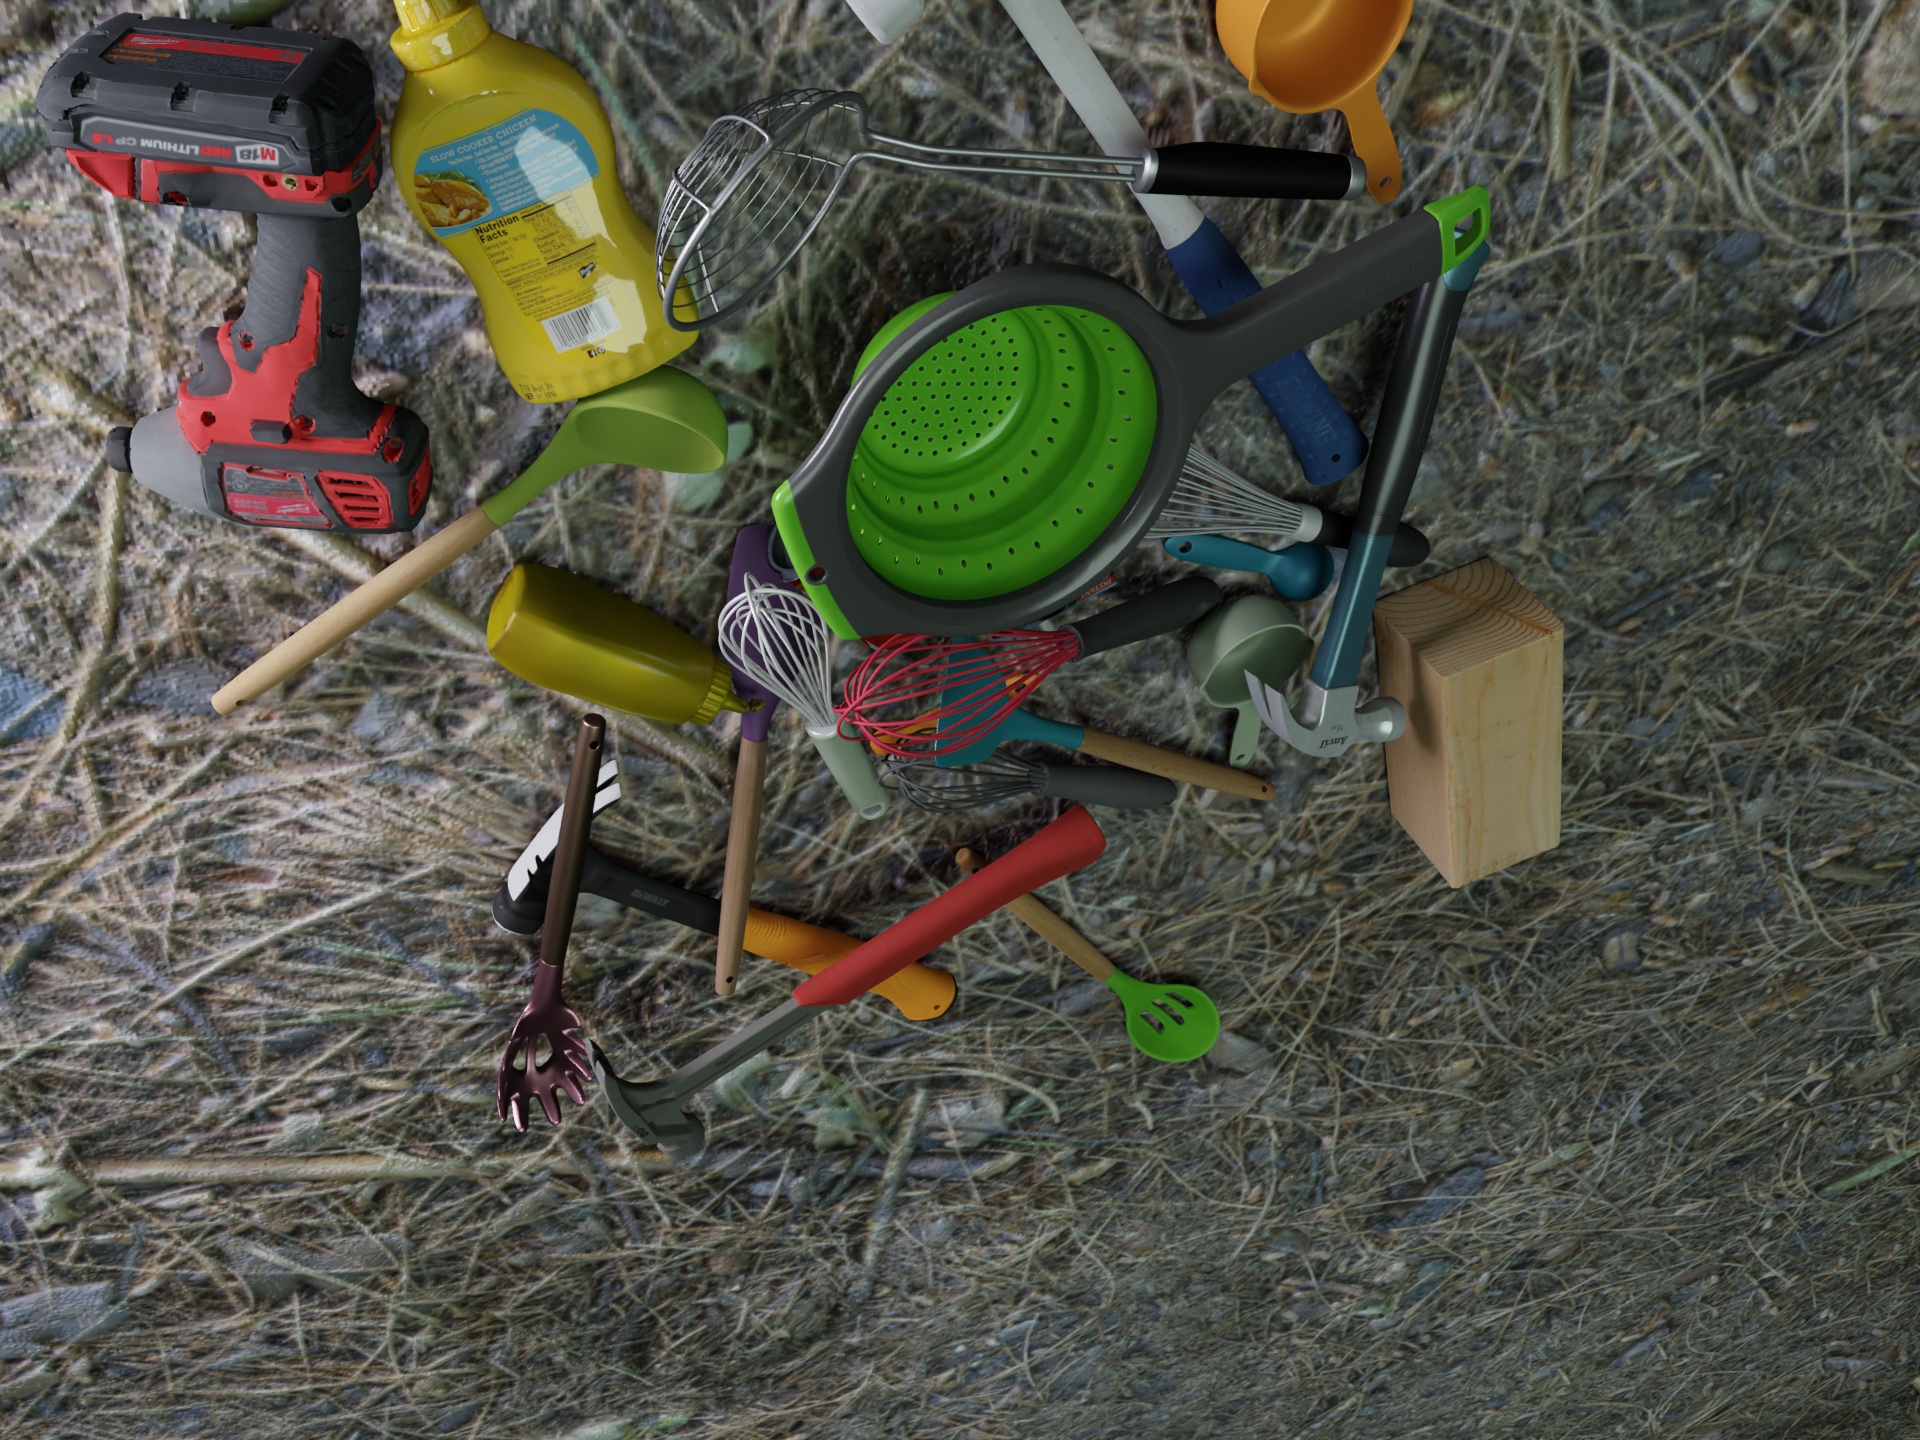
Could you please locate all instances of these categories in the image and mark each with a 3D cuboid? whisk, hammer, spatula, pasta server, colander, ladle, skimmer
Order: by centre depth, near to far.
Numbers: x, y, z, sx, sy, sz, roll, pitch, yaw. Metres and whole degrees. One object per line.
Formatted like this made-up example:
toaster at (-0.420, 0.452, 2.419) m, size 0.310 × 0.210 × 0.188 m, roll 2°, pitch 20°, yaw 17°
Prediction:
skimmer at (0.037, -0.233, 0.739) m, size 0.363 × 0.090 × 0.127 m, roll -5°, pitch 161°, yaw -20°
colander at (0.080, -0.188, 0.815) m, size 0.397 × 0.095 × 0.204 m, roll -28°, pitch 138°, yaw -5°
ladle at (-0.258, -0.082, 0.818) m, size 0.320 × 0.062 × 0.078 m, roll -32°, pitch 154°, yaw 10°
hammer at (0.116, -0.266, 0.826) m, size 0.144 × 0.035 × 0.405 m, roll -38°, pitch 130°, yaw 11°
whisk at (0.049, -0.040, 0.915) m, size 0.296 × 0.073 × 0.073 m, roll -20°, pitch 136°, yaw -37°
whisk at (-0.082, -0.005, 0.927) m, size 0.058 × 0.059 × 0.246 m, roll -20°, pitch 147°, yaw 2°
hammer at (0.250, -0.126, 0.943) m, size 0.128 × 0.033 × 0.330 m, roll -9°, pitch 122°, yaw -31°
whisk at (0.180, -0.125, 0.952) m, size 0.284 × 0.070 × 0.070 m, roll 7°, pitch 124°, yaw -31°
spatula at (-0.124, 0.032, 0.954) m, size 0.059 × 0.018 × 0.315 m, roll -3°, pitch 117°, yaw -27°
pasta server at (-0.240, 0.129, 0.959) m, size 0.060 × 0.040 × 0.316 m, roll -5°, pitch 130°, yaw -32°
spatula at (0.101, 0.018, 1.022) m, size 0.317 × 0.044 × 0.082 m, roll 15°, pitch 80°, yaw -36°
whisk at (0.050, 0.040, 1.032) m, size 0.238 × 0.055 × 0.055 m, roll 7°, pitch 124°, yaw -35°
hammer at (-0.064, 0.156, 1.035) m, size 0.359 × 0.037 × 0.149 m, roll -31°, pitch 145°, yaw -10°
hammer at (-0.129, 0.134, 1.052) m, size 0.336 × 0.034 × 0.127 m, roll 26°, pitch 115°, yaw -35°

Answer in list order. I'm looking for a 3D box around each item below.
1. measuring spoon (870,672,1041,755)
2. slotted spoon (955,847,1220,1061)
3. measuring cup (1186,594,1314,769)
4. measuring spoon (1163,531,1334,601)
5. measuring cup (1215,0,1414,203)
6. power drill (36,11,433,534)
measuring spoon at (-0.002, -0.003, 1.005) m, size 0.117 × 0.011 × 0.021 m, roll -22°, pitch 131°, yaw -3°
slotted spoon at (0.095, 0.172, 1.174) m, size 0.070 × 0.031 × 0.313 m, roll -40°, pitch 128°, yaw 12°
measuring cup at (0.184, -0.023, 1.053) m, size 0.083 × 0.038 × 0.167 m, roll -22°, pitch 148°, yaw -9°
measuring spoon at (0.183, -0.097, 0.994) m, size 0.128 × 0.021 × 0.042 m, roll 8°, pitch 124°, yaw -27°
measuring cup at (0.185, -0.329, 0.797) m, size 0.095 × 0.052 × 0.173 m, roll -36°, pitch 146°, yaw 9°
power drill at (-0.316, -0.181, 0.697) m, size 0.143 × 0.079 × 0.219 m, roll 4°, pitch 131°, yaw -6°
